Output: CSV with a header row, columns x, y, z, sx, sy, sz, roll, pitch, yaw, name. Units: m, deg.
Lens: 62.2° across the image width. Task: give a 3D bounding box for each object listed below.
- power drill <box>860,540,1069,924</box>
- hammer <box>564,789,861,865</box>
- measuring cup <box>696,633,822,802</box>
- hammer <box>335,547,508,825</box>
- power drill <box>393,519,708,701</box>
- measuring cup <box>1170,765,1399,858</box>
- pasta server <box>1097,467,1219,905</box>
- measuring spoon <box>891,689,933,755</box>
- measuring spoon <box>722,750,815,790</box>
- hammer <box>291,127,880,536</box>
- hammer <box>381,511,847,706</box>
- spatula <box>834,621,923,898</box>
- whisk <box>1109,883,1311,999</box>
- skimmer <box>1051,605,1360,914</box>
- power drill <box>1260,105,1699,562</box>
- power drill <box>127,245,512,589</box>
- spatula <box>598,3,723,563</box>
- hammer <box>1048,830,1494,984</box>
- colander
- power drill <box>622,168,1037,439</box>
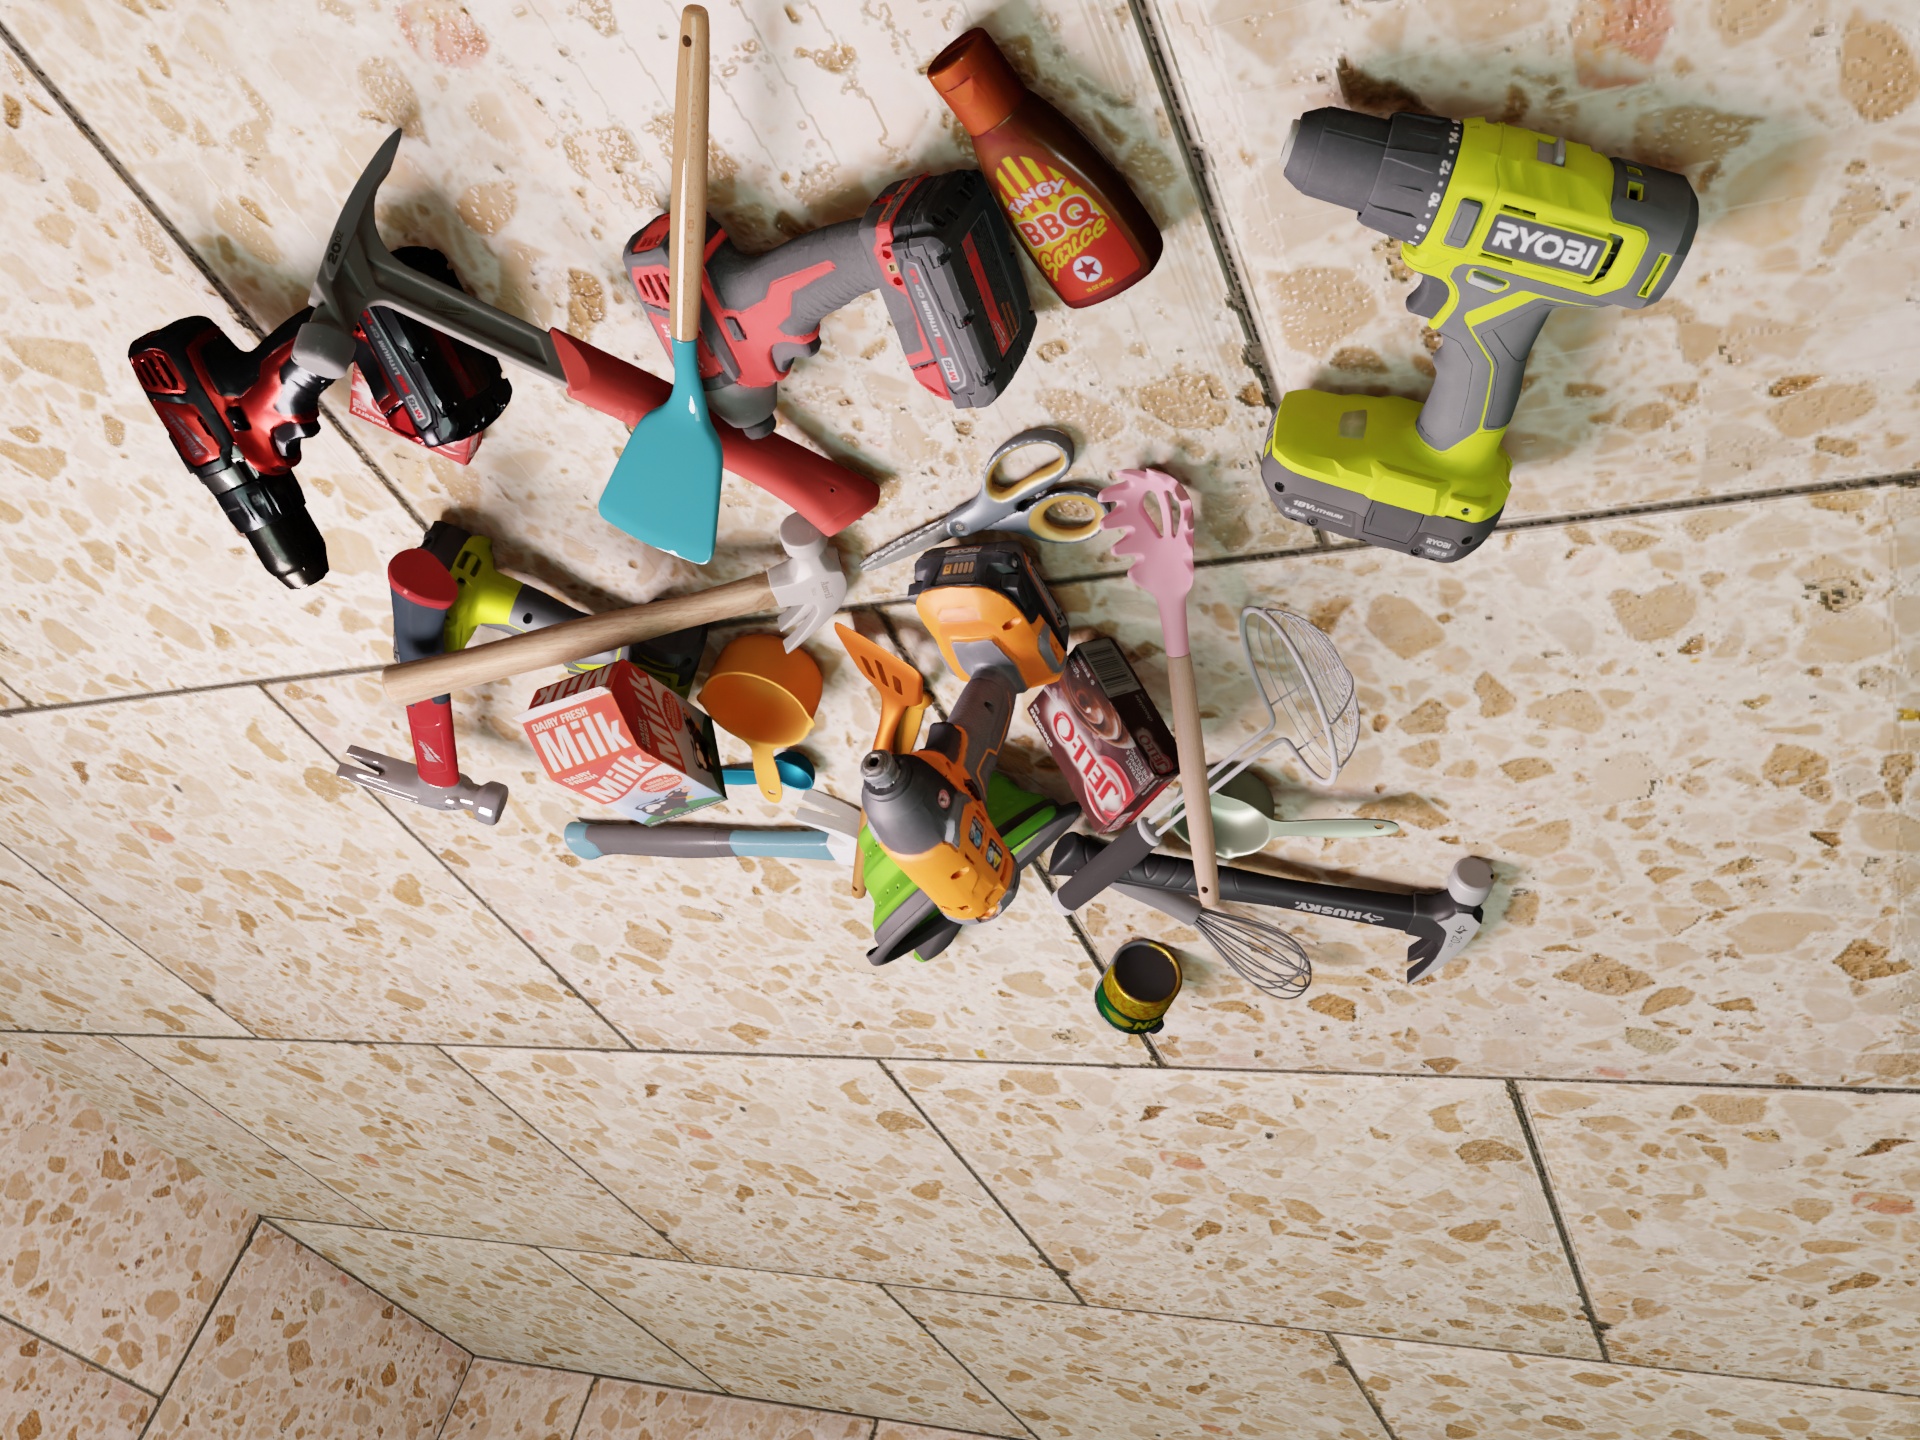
x,y,z,sx,sy,sz,roll,pitch,yaw,name
-0.002,-0.003,1.026,0.084,0.227,0.164,-2,148,26,power drill
-0.214,0.112,1.441,0.331,0.033,0.128,-1,140,24,hammer
-0.149,-0.001,1.257,0.095,0.052,0.173,12,145,9,measuring cup
-0.427,-0.023,1.229,0.143,0.038,0.386,18,151,-6,hammer
-0.318,-0.056,1.239,0.223,0.080,0.171,21,146,-8,power drill
0.242,0.066,1.187,0.167,0.038,0.083,0,139,20,measuring cup
0.142,-0.016,1.034,0.060,0.040,0.316,4,116,33,pasta server
-0.044,0.012,1.259,0.021,0.011,0.116,21,143,-4,measuring spoon
-0.171,0.040,1.351,0.129,0.021,0.042,-3,140,40,measuring spoon
-0.209,-0.214,0.982,0.358,0.149,0.037,22,167,-25,hammer
-0.241,-0.063,1.119,0.331,0.031,0.130,-15,154,2,hammer
-0.072,0.045,1.266,0.081,0.041,0.322,32,139,19,spatula
0.192,0.163,1.322,0.239,0.055,0.055,29,142,-7,whisk
0.150,0.052,1.125,0.090,0.127,0.363,-7,153,-40,skimmer
0.236,-0.201,0.820,0.190,0.080,0.228,16,140,3,power drill
-0.409,-0.192,1.033,0.227,0.080,0.187,-14,114,21,power drill
-0.155,-0.229,0.872,0.082,0.044,0.317,26,137,13,spatula
0.236,0.136,1.262,0.335,0.035,0.146,9,142,6,hammer
-0.024,0.123,1.323,0.094,0.204,0.397,52,161,11,colander
-0.077,-0.230,0.912,0.220,0.079,0.143,0,134,28,power drill
